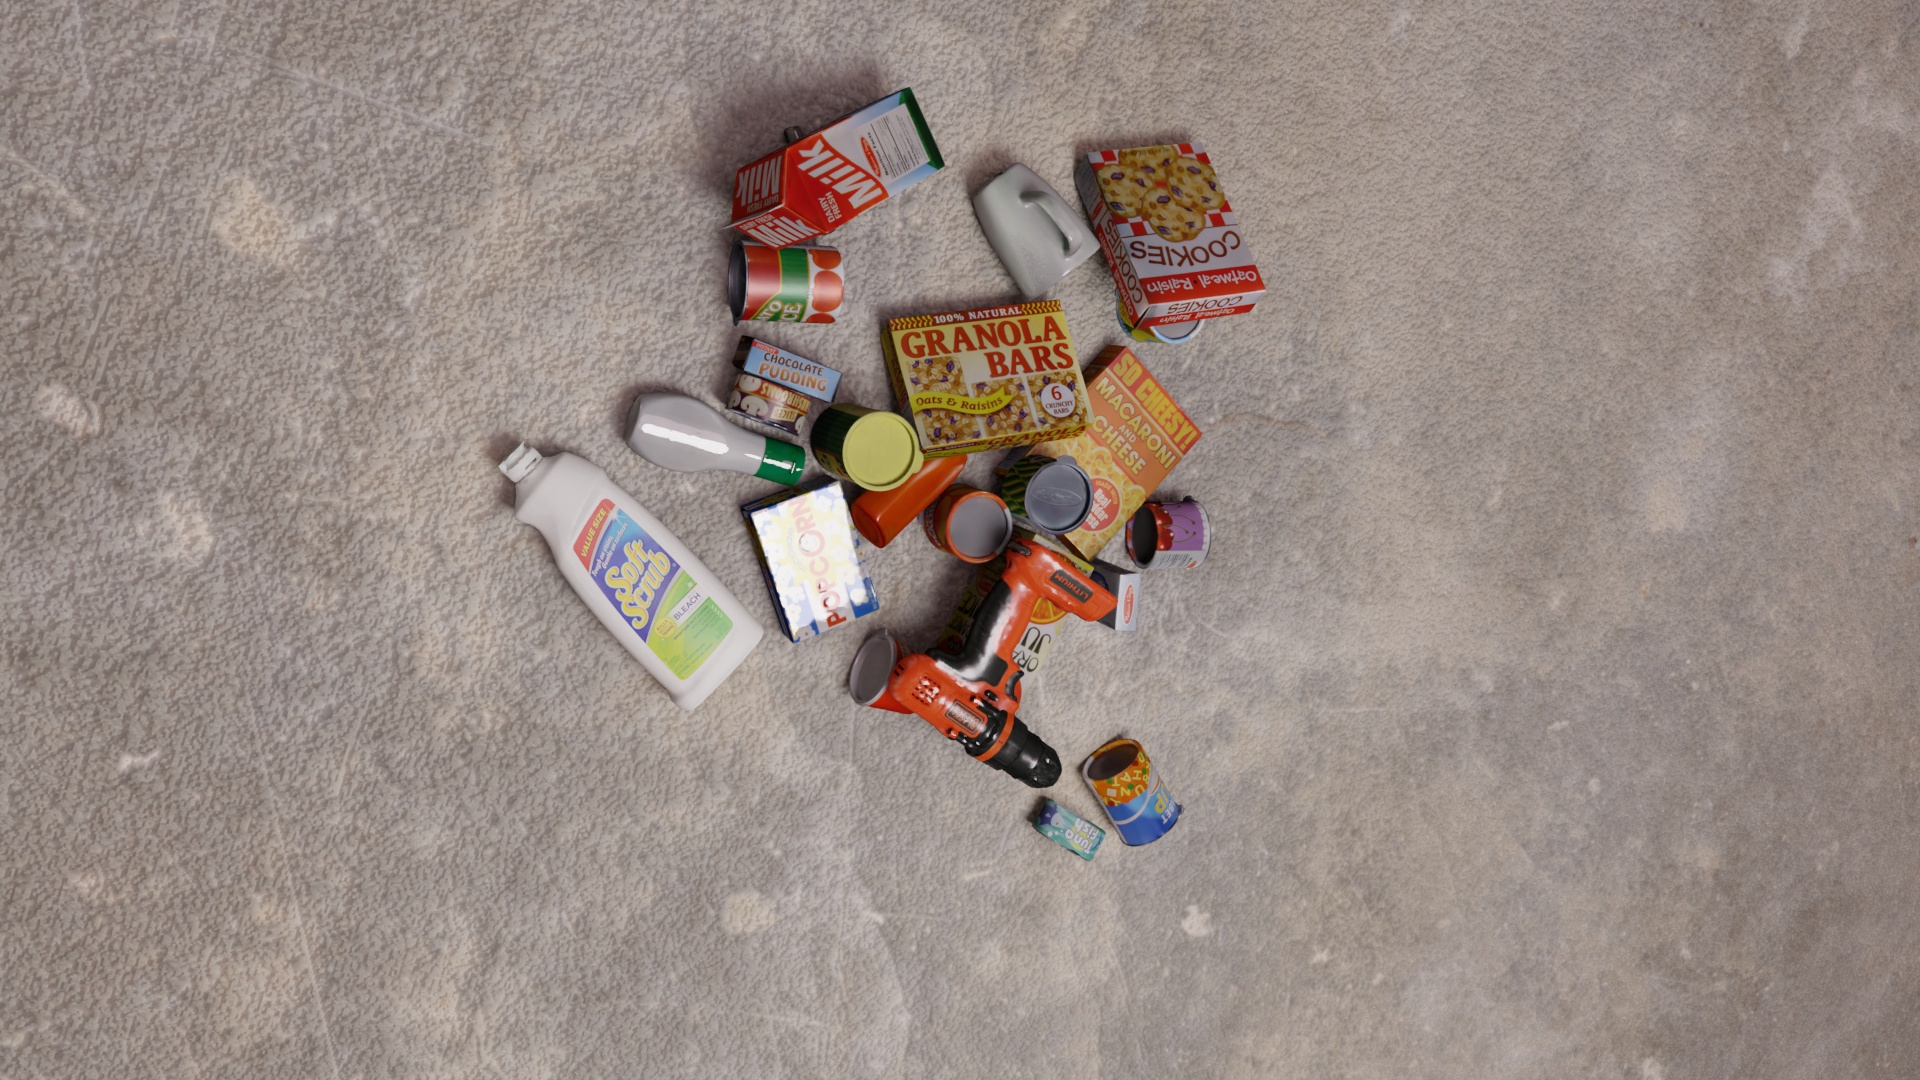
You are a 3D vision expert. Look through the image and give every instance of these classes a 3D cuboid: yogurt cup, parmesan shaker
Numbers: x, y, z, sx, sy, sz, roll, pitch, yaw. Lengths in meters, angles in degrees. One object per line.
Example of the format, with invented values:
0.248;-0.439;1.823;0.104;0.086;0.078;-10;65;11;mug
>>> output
-0.060;0.123;1.252;0.054;0.072;0.072;25;89;-32;yogurt cup
-0.081;-0.080;1.188;0.071;0.103;0.071;-4;100;-21;parmesan shaker

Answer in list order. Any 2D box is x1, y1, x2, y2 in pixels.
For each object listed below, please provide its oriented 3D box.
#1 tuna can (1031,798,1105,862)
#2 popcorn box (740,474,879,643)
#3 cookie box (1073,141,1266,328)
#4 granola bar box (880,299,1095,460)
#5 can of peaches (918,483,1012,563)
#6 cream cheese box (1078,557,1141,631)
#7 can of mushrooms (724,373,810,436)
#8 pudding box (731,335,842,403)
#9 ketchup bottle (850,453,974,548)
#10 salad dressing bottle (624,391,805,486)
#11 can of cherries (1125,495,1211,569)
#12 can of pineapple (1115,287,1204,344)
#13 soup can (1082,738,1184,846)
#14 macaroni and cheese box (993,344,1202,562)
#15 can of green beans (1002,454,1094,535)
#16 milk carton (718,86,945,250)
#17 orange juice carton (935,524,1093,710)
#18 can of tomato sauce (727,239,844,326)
0.106;0.280;1.340;0.071;0.071;0.033;33;85;-23;tuna can
-0.131;0.016;1.218;0.085;0.038;0.126;-21;106;-17;popcorn box
0.189;-0.278;1.258;0.123;0.040;0.168;-11;69;-21;cookie box
0.024;-0.143;1.231;0.166;0.039;0.124;-10;76;-21;granola bar box
0.004;-0.016;1.258;0.071;0.058;0.071;-4;100;-22;can of peaches
0.136;0.049;1.297;0.024;0.104;0.053;3;97;-19;cream cheese box
-0.160;-0.114;1.168;0.071;0.071;0.033;21;89;-24;can of mushrooms
-0.147;-0.145;1.179;0.084;0.050;0.030;20;93;-23;pudding box
-0.032;-0.060;1.237;0.043;0.064;0.149;40;71;18;ketchup bottle
-0.205;-0.081;1.170;0.148;0.044;0.064;16;96;-25;salad dressing bottle
0.199;-0.008;1.337;0.058;0.071;0.071;-2;99;-21;can of cherries
0.187;-0.218;1.300;0.071;0.058;0.071;-4;100;-21;can of pineapple
0.169;0.245;1.361;0.071;0.071;0.083;-36;110;-13;soup can
0.130;-0.083;1.309;0.167;0.040;0.123;-48;112;-8;macaroni and cheese box
0.077;-0.042;1.241;0.071;0.058;0.071;-4;100;-20;can of green beans
-0.108;-0.294;1.124;0.191;0.072;0.073;-40;113;-37;milk carton
0.036;0.087;1.279;0.072;0.073;0.192;30;87;-24;orange juice carton
-0.146;-0.213;1.160;0.083;0.071;0.071;-2;99;-23;can of tomato sauce
